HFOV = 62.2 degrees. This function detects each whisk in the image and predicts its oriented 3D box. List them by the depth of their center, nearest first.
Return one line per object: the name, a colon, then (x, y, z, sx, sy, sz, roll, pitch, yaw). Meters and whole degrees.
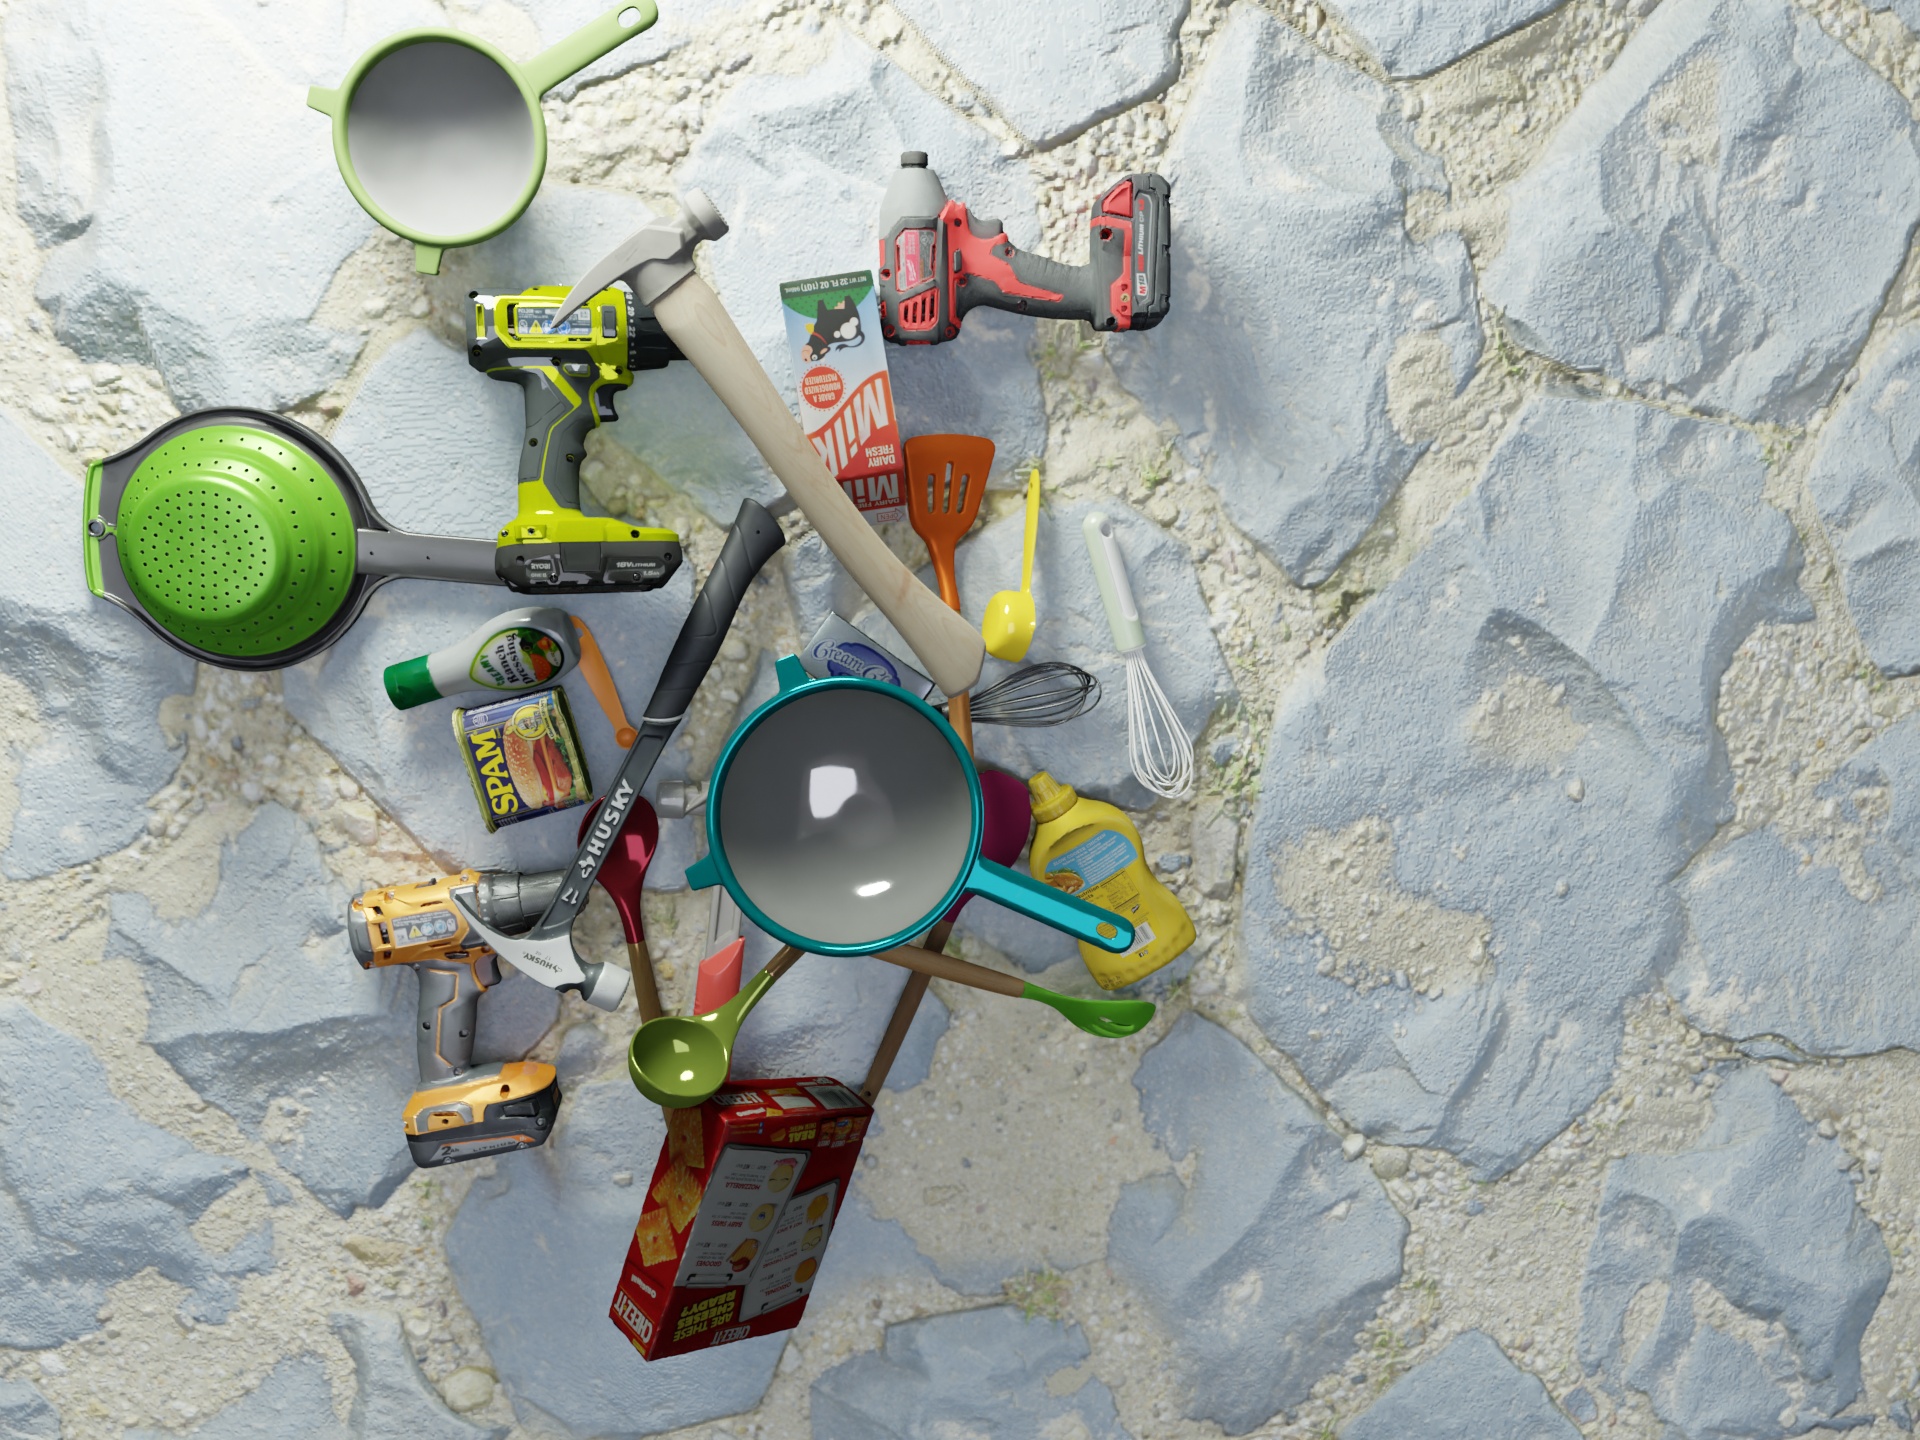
whisk: (-0.002, -0.003, 1.299, 0.239, 0.055, 0.055, -14, 103, 1)
whisk: (0.143, -0.052, 1.305, 0.058, 0.059, 0.246, -24, 101, -40)

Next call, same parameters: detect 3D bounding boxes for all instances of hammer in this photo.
hammer: (-0.124, -0.178, 1.179, 0.146, 0.038, 0.410, -36, 105, 5)
hammer: (-0.246, 0.013, 1.238, 0.149, 0.036, 0.409, 27, 85, -15)
hammer: (-0.192, 0.226, 1.316, 0.149, 0.037, 0.359, 6, 100, -10)

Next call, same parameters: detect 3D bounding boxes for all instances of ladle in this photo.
ladle: (-0.135, 0.180, 1.266, 0.078, 0.062, 0.320, 40, 72, 17)
ladle: (-0.263, 0.206, 1.320, 0.069, 0.031, 0.315, -16, 107, -27)

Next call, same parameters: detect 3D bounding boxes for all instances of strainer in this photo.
strainer: (-0.328, -0.448, 1.160, 0.256, 0.069, 0.151, -32, 101, 0)
strainer: (-0.025, 0.099, 1.227, 0.340, 0.095, 0.211, 23, 89, 5)

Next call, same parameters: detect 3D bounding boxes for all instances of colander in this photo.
colander: (-0.468, -0.125, 1.196, 0.397, 0.094, 0.204, 4, 101, -7)

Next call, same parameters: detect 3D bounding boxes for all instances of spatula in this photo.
spatula: (-0.002, -0.064, 1.261, 0.081, 0.041, 0.322, -3, 86, -26)

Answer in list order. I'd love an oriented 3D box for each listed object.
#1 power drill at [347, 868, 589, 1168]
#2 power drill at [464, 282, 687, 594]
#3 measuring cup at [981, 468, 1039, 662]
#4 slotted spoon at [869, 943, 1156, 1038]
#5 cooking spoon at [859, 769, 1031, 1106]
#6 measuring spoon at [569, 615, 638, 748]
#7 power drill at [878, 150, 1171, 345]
power drill: (-0.380, 0.231, 1.289, 0.185, 0.084, 0.226, -10, 98, -6)
power drill: (-0.269, -0.213, 1.197, 0.190, 0.080, 0.228, -3, 90, -15)
measuring cup: (0.042, -0.126, 1.276, 0.029, 0.062, 0.156, 6, 90, -19)
slotted spoon: (0.026, 0.216, 1.310, 0.313, 0.070, 0.031, 20, 56, -22)
cooking spoon: (-0.021, 0.189, 1.337, 0.069, 0.017, 0.319, 26, 103, 12)
measuring spoon: (-0.288, -0.031, 1.280, 0.021, 0.011, 0.117, -22, 100, 9)
power drill: (0.046, -0.362, 1.217, 0.219, 0.078, 0.143, -2, 101, -3)
